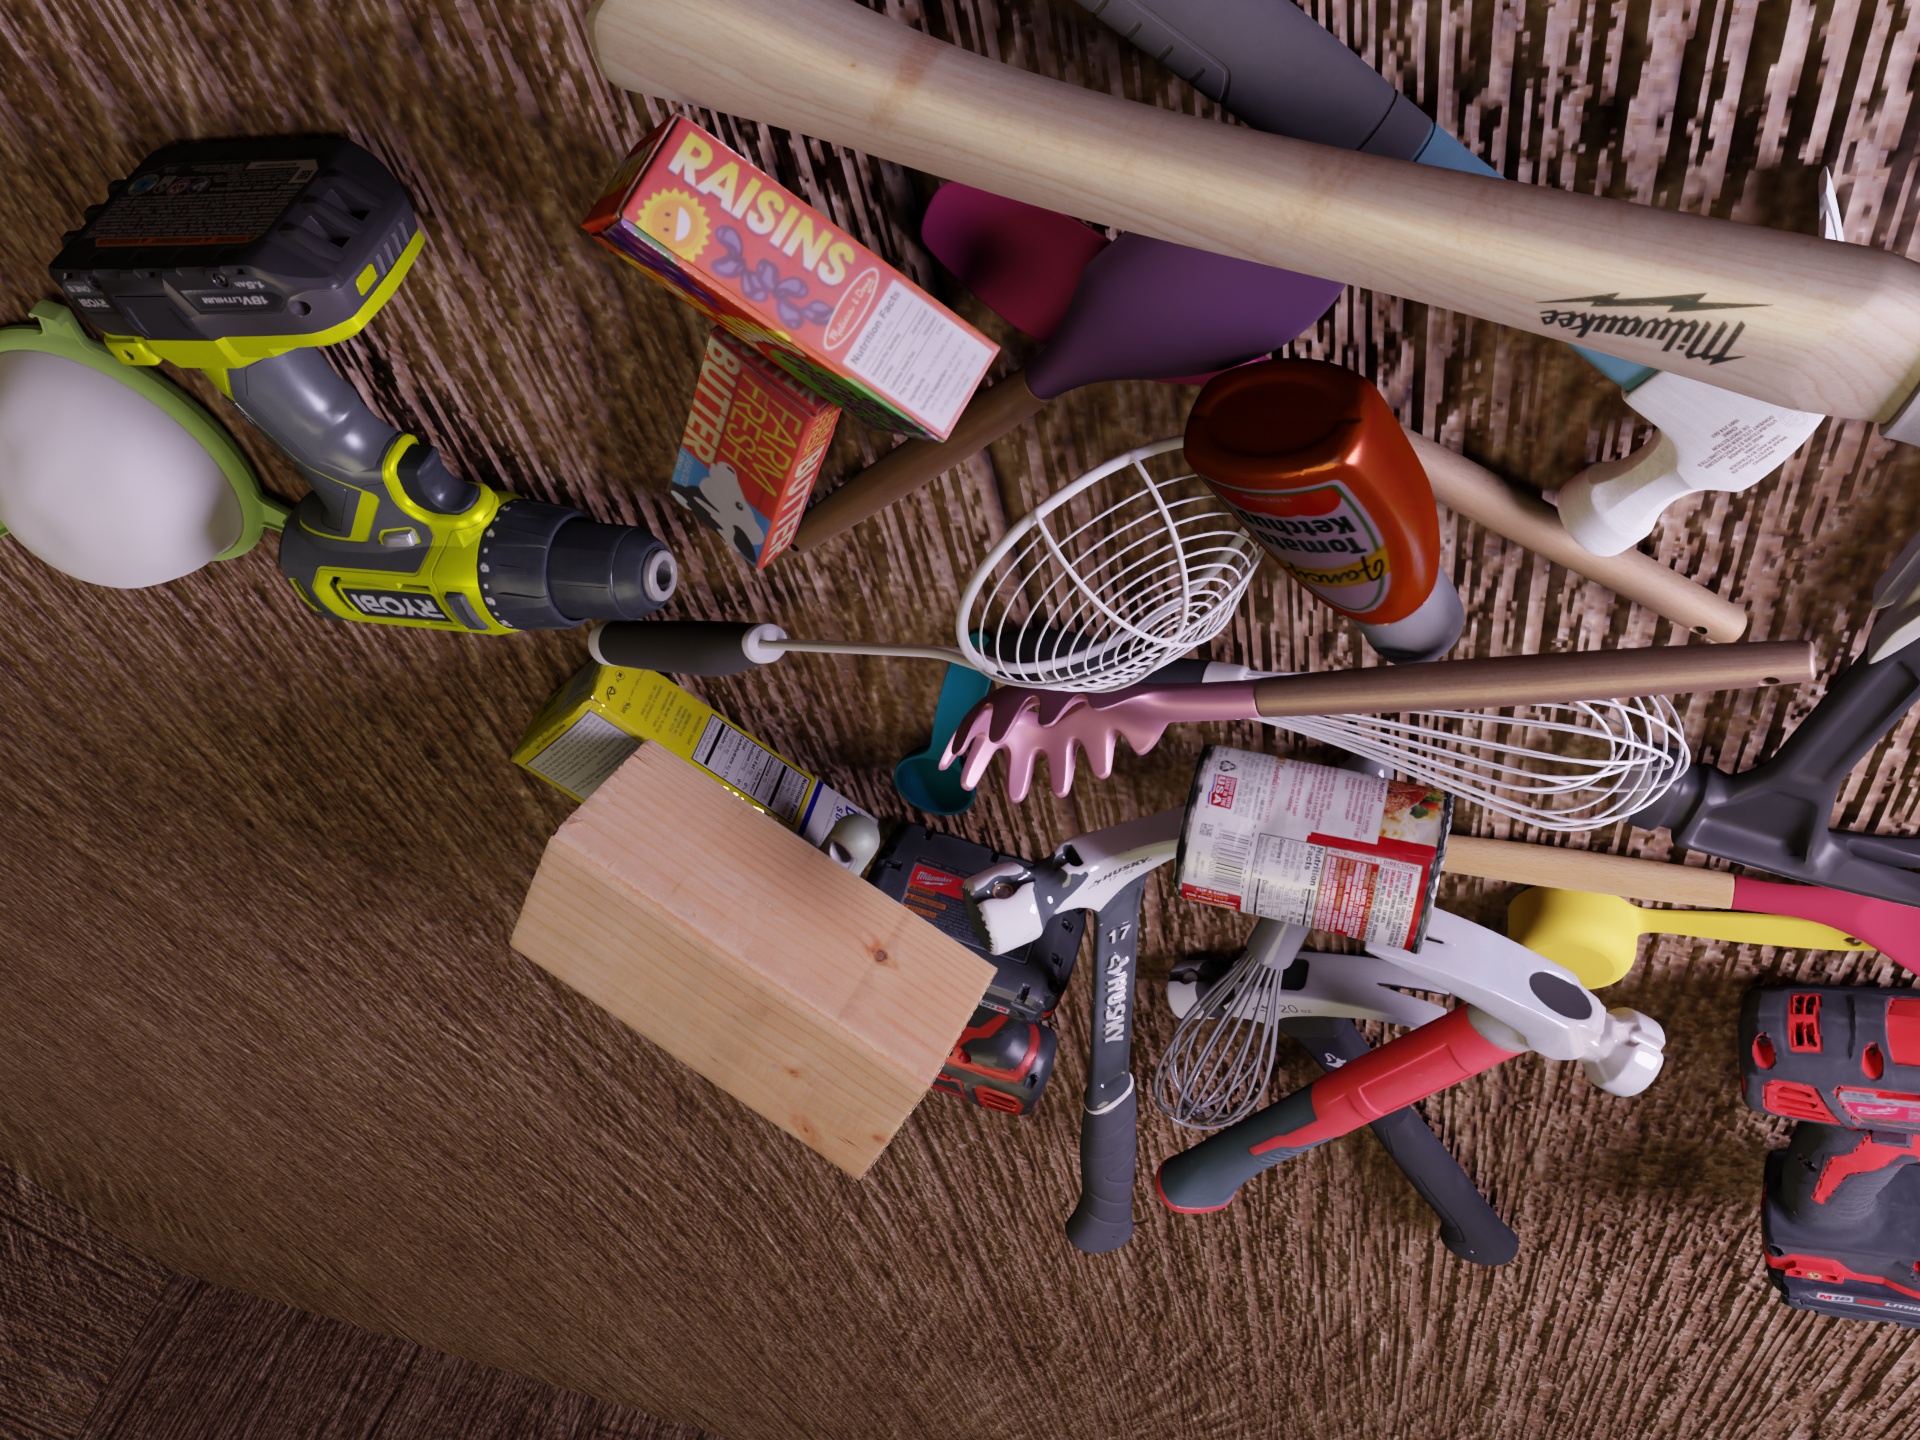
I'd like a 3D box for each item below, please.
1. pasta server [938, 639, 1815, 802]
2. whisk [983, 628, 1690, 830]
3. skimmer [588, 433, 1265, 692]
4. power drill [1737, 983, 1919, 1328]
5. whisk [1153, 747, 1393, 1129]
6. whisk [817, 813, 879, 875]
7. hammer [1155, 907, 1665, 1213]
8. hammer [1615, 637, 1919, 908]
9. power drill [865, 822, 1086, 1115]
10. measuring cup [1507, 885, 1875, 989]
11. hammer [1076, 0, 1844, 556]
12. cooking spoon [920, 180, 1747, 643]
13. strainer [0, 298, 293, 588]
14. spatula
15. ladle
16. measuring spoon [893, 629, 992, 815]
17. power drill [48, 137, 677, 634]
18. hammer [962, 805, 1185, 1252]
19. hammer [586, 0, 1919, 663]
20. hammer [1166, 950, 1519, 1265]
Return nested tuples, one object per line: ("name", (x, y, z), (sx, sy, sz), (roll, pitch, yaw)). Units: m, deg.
("pasta server", (0.136, -0.003, 0.586), (0.316, 0.040, 0.060), (-4, 154, 29))
("whisk", (0.138, -0.007, 0.638), (0.285, 0.070, 0.070), (10, 145, 25))
("skimmer", (-0.040, -0.060, 0.664), (0.363, 0.090, 0.127), (3, -178, 42))
("power drill", (0.447, 0.203, 0.747), (0.143, 0.079, 0.219), (-1, 137, 28))
("whisk", (0.148, 0.109, 0.743), (0.055, 0.055, 0.238), (20, 123, 1))
("whisk", (-0.099, 0.123, 0.864), (0.058, 0.059, 0.246), (44, 135, 9))
("hammer", (0.184, 0.199, 0.847), (0.143, 0.038, 0.386), (27, 147, -6))
("hammer", (0.332, -0.046, 0.498), (0.127, 0.034, 0.336), (17, 145, 8))
("power drill", (-0.026, 0.149, 0.921), (0.188, 0.080, 0.226), (18, 149, 5))
("measuring cup", (0.324, 0.101, 0.707), (0.156, 0.029, 0.062), (0, 141, 30))
("hammer", (0.112, -0.165, 0.450), (0.331, 0.033, 0.128), (30, 145, -13))
("cooking spoon", (0.132, -0.101, 0.542), (0.319, 0.017, 0.068), (26, 160, -7))
("strainer", (-0.466, -0.105, 0.804), (0.256, 0.069, 0.151), (-11, 135, 35))
("spatula", (0.015, -0.109, 0.565), (0.059, 0.018, 0.316), (40, 148, -21))
("ladle", (0.302, 0.071, 0.682), (0.315, 0.031, 0.069), (7, 132, 22))
("measuring spoon", (-0.001, -0.002, 0.755), (0.042, 0.021, 0.128), (20, 137, 2))
("power drill", (-0.236, -0.119, 0.661), (0.190, 0.080, 0.228), (6, 146, 21))
("hammer", (0.083, 0.184, 0.843), (0.149, 0.036, 0.408), (-21, 140, -14))
("hammer", (0.086, -0.133, 0.433), (0.411, 0.038, 0.146), (20, 144, 13))
("hammer", (0.257, 0.233, 0.920), (0.146, 0.035, 0.334), (-8, 136, 37))
